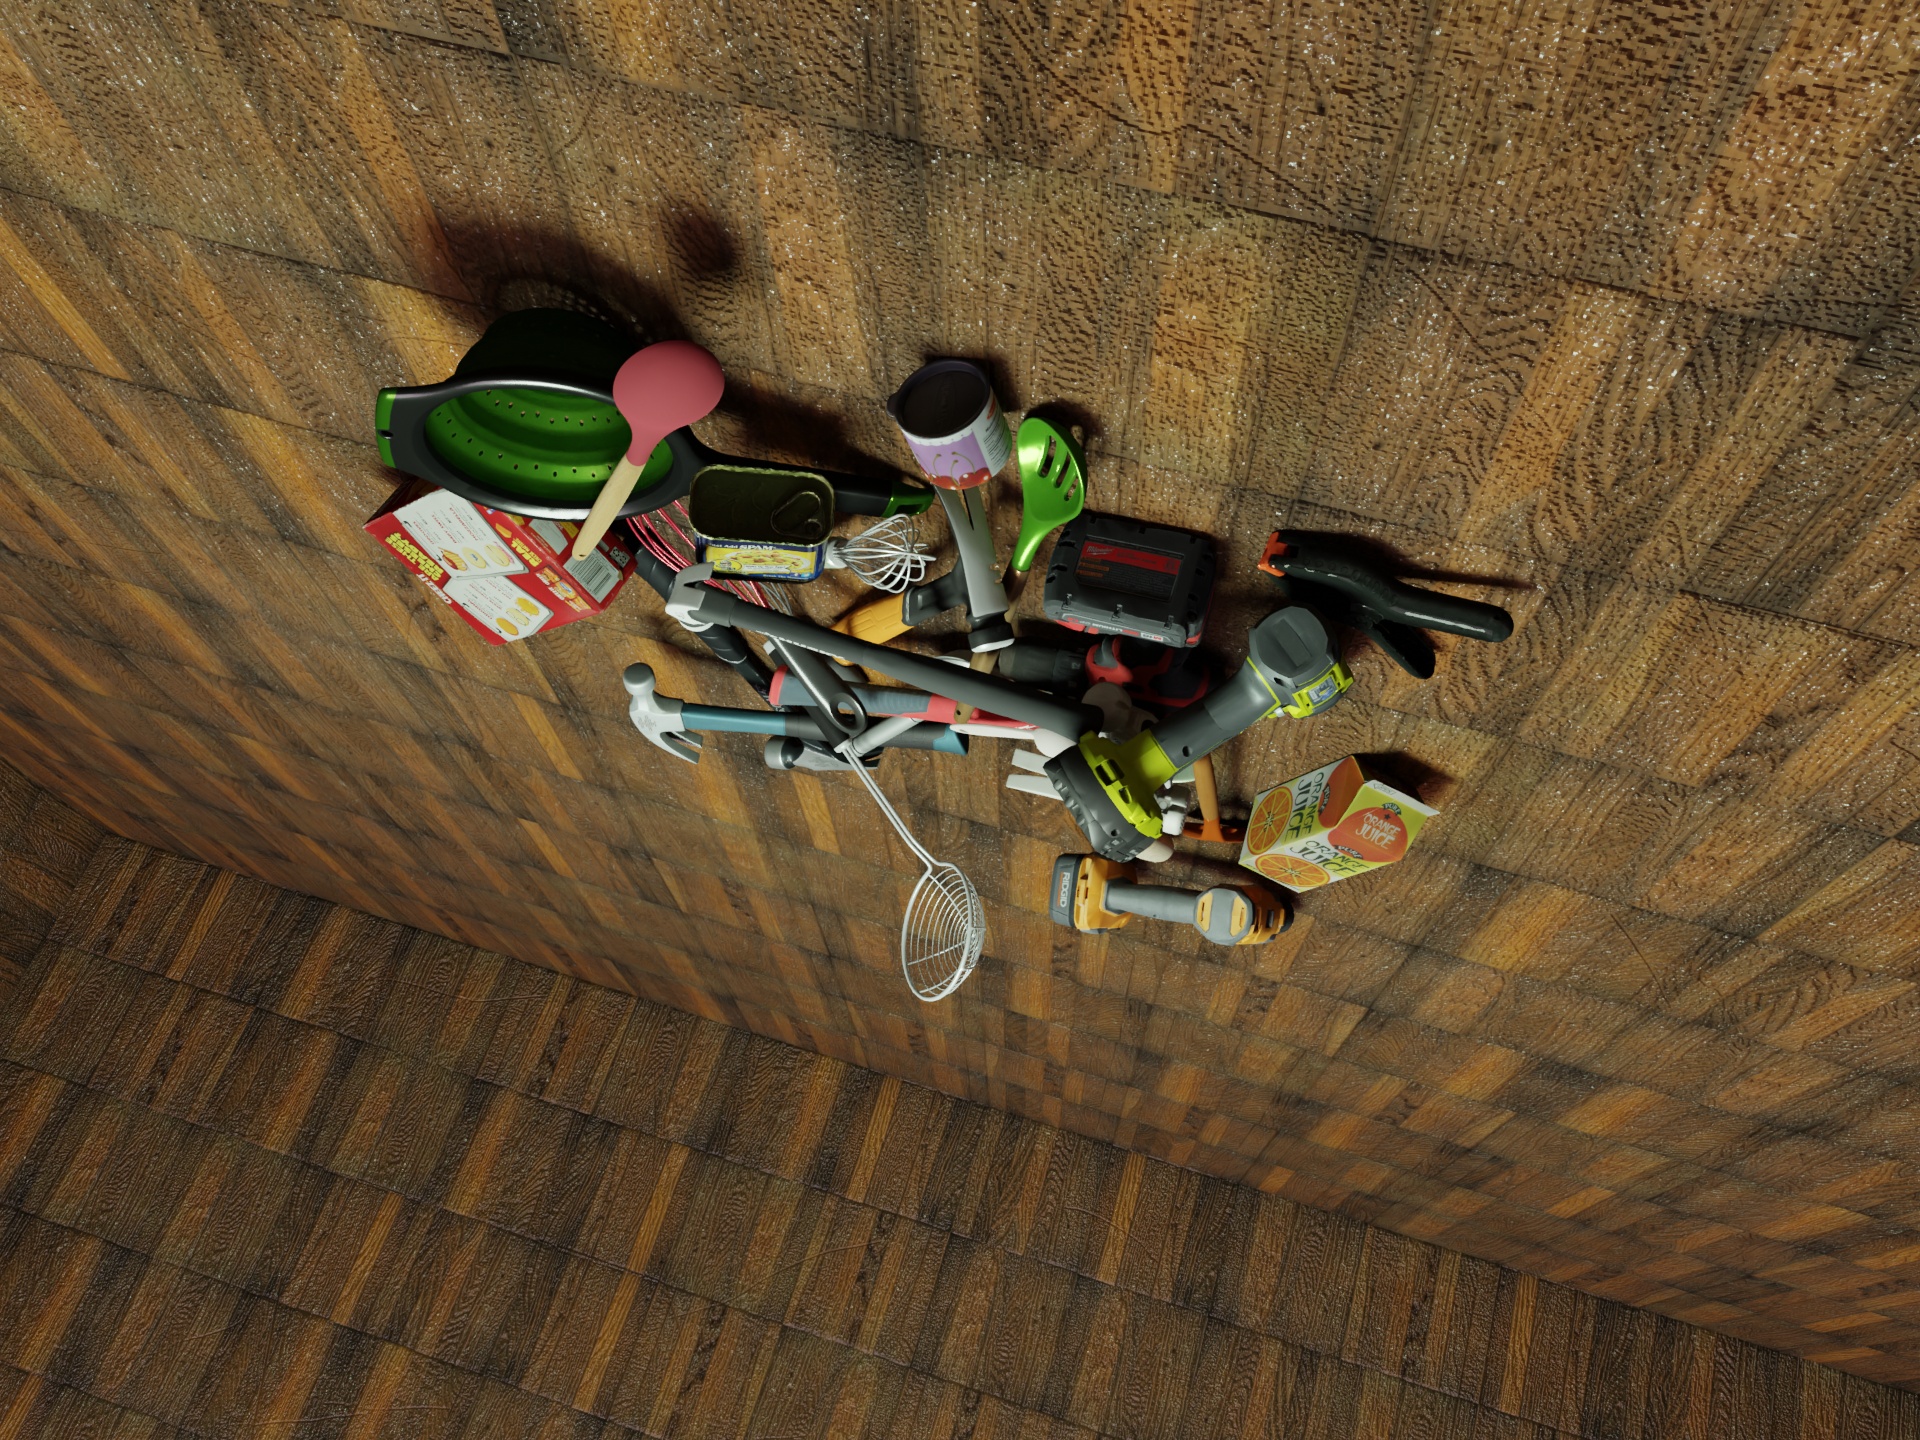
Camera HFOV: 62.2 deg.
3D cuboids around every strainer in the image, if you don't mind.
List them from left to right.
[{"bbox_3d":[-0.034,-0.014,1.450,0.086,0.050,0.258,37,140,-22],"label":"strainer"}]

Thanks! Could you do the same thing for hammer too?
[{"bbox_3d":[-0.210,-0.054,1.547,0.149,0.036,0.408,4,152,28],"label":"hammer"},{"bbox_3d":[-0.156,0.004,1.551,0.331,0.033,0.128,5,146,3],"label":"hammer"},{"bbox_3d":[-0.055,-0.046,1.175,0.334,0.035,0.146,18,173,-4],"label":"hammer"},{"bbox_3d":[-0.048,-0.096,1.282,0.034,0.127,0.337,-13,179,-23],"label":"hammer"},{"bbox_3d":[-0.002,-0.004,1.363,0.386,0.038,0.143,7,160,34],"label":"hammer"},{"bbox_3d":[0.142,0.089,1.449,0.146,0.038,0.410,14,172,13],"label":"hammer"}]

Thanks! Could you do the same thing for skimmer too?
[{"bbox_3d":[-0.093,0.086,1.471,0.363,0.090,0.127,56,141,1],"label":"skimmer"}]

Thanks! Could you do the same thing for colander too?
[{"bbox_3d":[-0.211,-0.218,1.157,0.397,0.095,0.204,7,159,-17],"label":"colander"}]

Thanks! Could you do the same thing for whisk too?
[{"bbox_3d":[-0.173,-0.098,1.311,0.073,0.073,0.295,-14,122,51],"label":"whisk"},{"bbox_3d":[-0.147,-0.078,1.441,0.055,0.055,0.238,3,157,32],"label":"whisk"},{"bbox_3d":[-0.091,-0.130,1.227,0.059,0.058,0.246,5,-177,-29],"label":"whisk"}]

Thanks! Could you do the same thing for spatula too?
[{"bbox_3d":[0.223,0.066,1.421,0.081,0.041,0.322,6,160,14],"label":"spatula"}]

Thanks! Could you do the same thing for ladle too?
[{"bbox_3d":[-0.232,-0.173,1.104,0.069,0.031,0.315,3,162,-25],"label":"ladle"}]

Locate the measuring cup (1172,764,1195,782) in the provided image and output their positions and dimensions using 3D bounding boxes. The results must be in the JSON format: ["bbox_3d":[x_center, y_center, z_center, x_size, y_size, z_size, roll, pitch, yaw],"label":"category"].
[{"bbox_3d":[0.152,0.009,1.384,0.083,0.038,0.167,-6,153,40],"label":"measuring cup"}]

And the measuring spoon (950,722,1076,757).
[{"bbox_3d":[0.038,0.016,1.279,0.124,0.018,0.034,6,161,40],"label":"measuring spoon"}]

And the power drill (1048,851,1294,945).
[{"bbox_3d":[0.229,0.191,1.664,0.226,0.084,0.185,6,177,30],"label":"power drill"}]

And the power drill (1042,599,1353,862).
[{"bbox_3d":[0.184,0.010,1.168,0.223,0.080,0.171,-35,161,9],"label":"power drill"}]

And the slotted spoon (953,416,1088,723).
[{"bbox_3d":[0.036,-0.099,1.166,0.070,0.031,0.313,48,144,22],"label":"slotted spoon"}]

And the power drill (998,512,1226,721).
[{"bbox_3d":[0.113,-0.067,1.234,0.188,0.080,0.226,13,158,14],"label":"power drill"}]
